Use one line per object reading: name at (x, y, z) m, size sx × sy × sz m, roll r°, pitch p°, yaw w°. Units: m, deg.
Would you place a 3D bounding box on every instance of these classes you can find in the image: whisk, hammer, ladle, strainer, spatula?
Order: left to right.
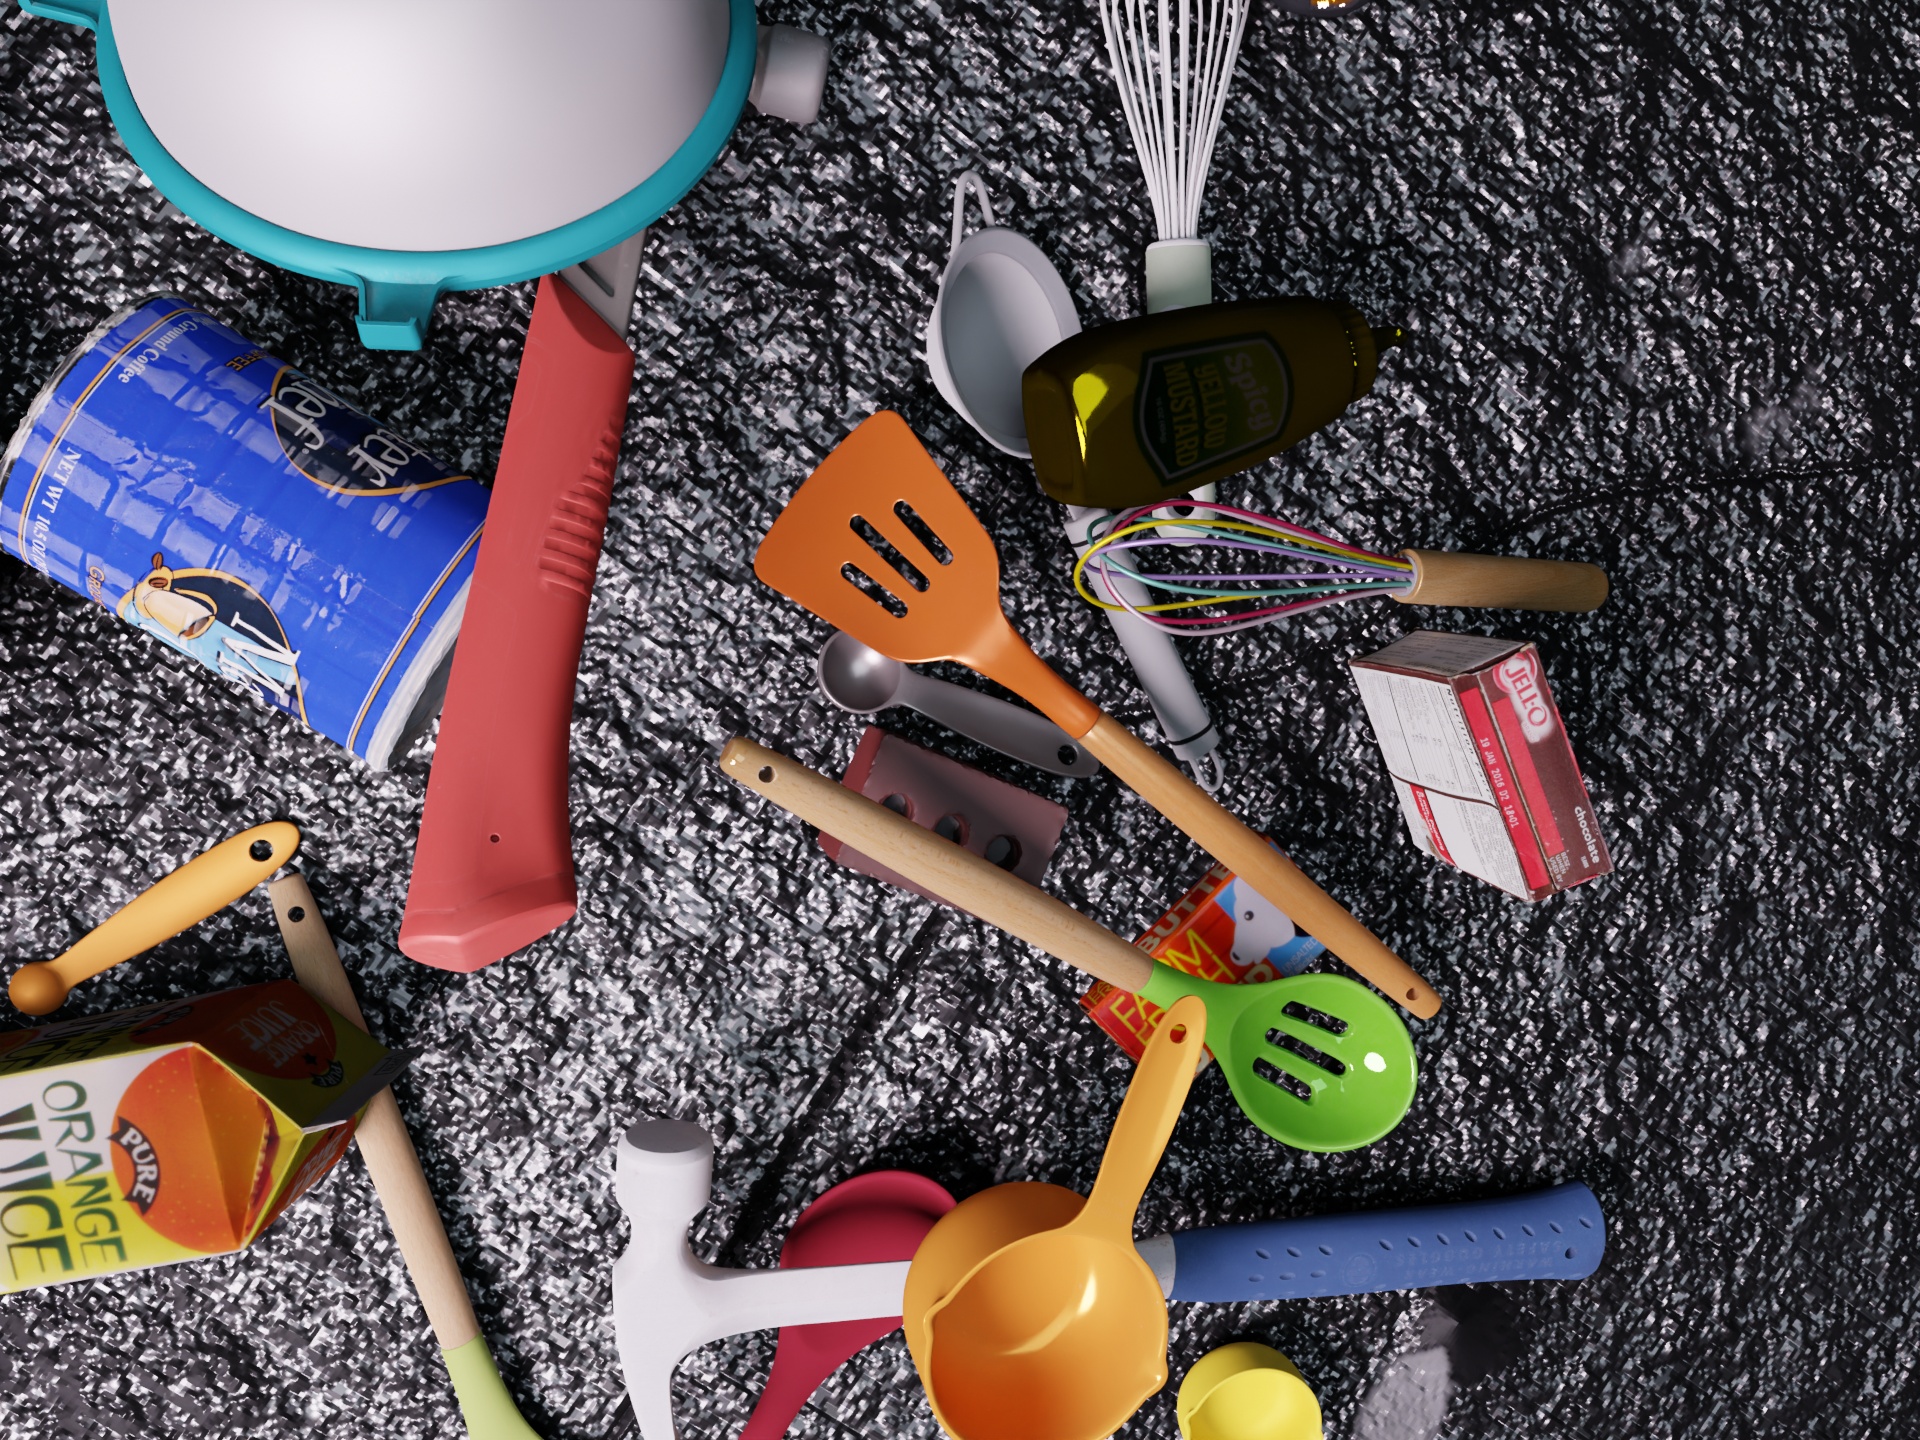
ladle at (-0.193, 0.208, 0.587) m, size 0.078 × 0.062 × 0.320 m, roll -21°, pitch 95°, yaw -22°
hammer at (-0.135, -0.100, 0.508) m, size 0.149 × 0.036 × 0.359 m, roll 9°, pitch 66°, yaw -10°
strainer at (-0.125, -0.286, 0.510) m, size 0.211 × 0.095 × 0.340 m, roll 43°, pitch 72°, yaw 12°
ladle at (-0.092, 0.311, 0.627) m, size 0.069 × 0.031 × 0.315 m, roll 29°, pitch 91°, yaw -15°
strainer at (0.044, -0.082, 0.616) m, size 0.087 × 0.050 × 0.258 m, roll -40°, pitch 109°, yaw -42°
spatula at (0.066, 0.014, 0.612) m, size 0.322 × 0.041 × 0.081 m, roll 39°, pitch 98°, yaw -12°
hammer at (0.070, 0.220, 0.623) m, size 0.405 × 0.035 × 0.144 m, roll 1°, pitch 101°, yaw -16°
whisk at (0.084, -0.191, 0.612) m, size 0.058 × 0.059 × 0.246 m, roll 0°, pitch 100°, yaw 17°
whisk at (0.153, -0.056, 0.622) m, size 0.245 × 0.051 × 0.047 m, roll 1°, pitch 117°, yaw -24°

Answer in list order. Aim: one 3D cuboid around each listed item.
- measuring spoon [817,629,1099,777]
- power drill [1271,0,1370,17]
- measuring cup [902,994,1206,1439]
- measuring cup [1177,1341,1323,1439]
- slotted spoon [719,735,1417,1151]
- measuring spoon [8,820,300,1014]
measuring spoon at (-0.001, -0.002, 0.628) m, size 0.124 × 0.018 × 0.034 m, roll 22°, pitch 72°, yaw -17°
power drill at (0.087, -0.373, 0.570) m, size 0.226 × 0.084 × 0.164 m, roll 37°, pitch 54°, yaw -11°
measuring cup at (0.039, 0.169, 0.559) m, size 0.095 × 0.052 × 0.173 m, roll 22°, pitch 92°, yaw -19°
measuring cup at (0.104, 0.331, 0.669) m, size 0.062 × 0.029 × 0.156 m, roll 14°, pitch 103°, yaw -12°
slotted spoon at (0.048, 0.081, 0.587) m, size 0.313 × 0.031 × 0.070 m, roll 30°, pitch 89°, yaw -23°
measuring spoon at (-0.294, 0.071, 0.580) m, size 0.117 × 0.011 × 0.021 m, roll -33°, pitch 99°, yaw -6°
